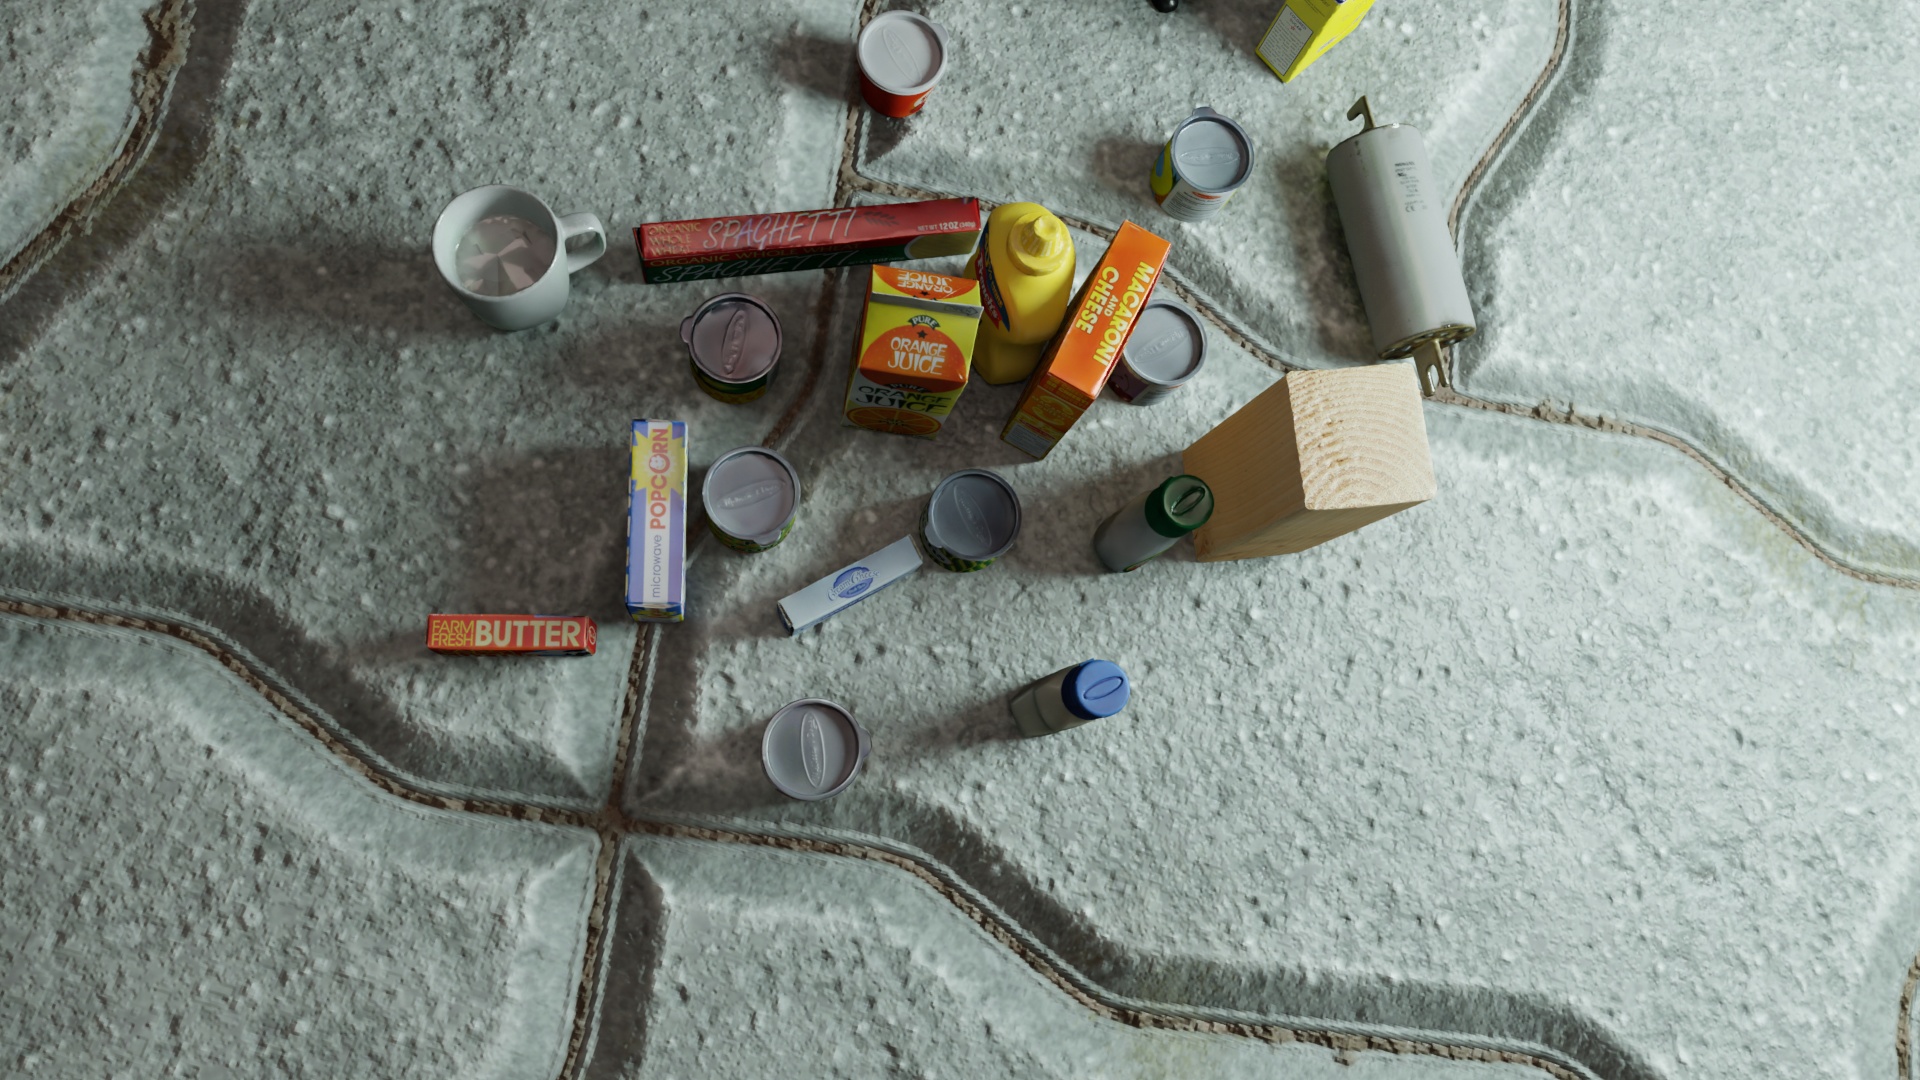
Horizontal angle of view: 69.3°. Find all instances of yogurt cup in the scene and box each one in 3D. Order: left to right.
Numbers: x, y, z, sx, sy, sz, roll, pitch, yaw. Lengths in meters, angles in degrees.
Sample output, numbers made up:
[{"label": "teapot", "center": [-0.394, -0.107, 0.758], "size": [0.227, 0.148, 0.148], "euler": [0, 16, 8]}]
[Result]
[{"label": "yogurt cup", "center": [-0.047, -0.358, 1.053], "size": [0.072, 0.054, 0.072], "euler": [2, 79, -9]}]

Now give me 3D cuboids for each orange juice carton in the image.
[{"label": "orange juice carton", "center": [-0.035, -0.130, 0.939], "size": [0.072, 0.192, 0.073], "euler": [8, 79, -8]}]

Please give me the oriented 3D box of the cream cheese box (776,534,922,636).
[{"label": "cream cheese box", "center": [-0.078, 0.032, 0.972], "size": [0.104, 0.053, 0.024], "euler": [-27, 85, -13]}]

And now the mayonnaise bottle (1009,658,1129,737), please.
[{"label": "mayonnaise bottle", "center": [0.077, 0.105, 0.935], "size": [0.065, 0.147, 0.041], "euler": [-23, 84, -13]}]

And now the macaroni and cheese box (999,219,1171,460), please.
[{"label": "macaroni and cheese box", "center": [0.085, -0.135, 0.974], "size": [0.040, 0.166, 0.124], "euler": [28, 76, -3]}]

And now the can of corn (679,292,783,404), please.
[{"label": "can of corn", "center": [-0.163, -0.136, 0.988], "size": [0.071, 0.058, 0.071], "euler": [2, 79, -9]}]

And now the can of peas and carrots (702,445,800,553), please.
[{"label": "can of peas and carrots", "center": [-0.145, -0.025, 0.969], "size": [0.071, 0.058, 0.071], "euler": [2, 79, -9]}]

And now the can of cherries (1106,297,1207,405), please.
[{"label": "can of cherries", "center": [0.143, -0.142, 1.040], "size": [0.071, 0.058, 0.071], "euler": [2, 79, -9]}]

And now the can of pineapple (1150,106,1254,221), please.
[{"label": "can of pineapple", "center": [0.186, -0.290, 1.076], "size": [0.071, 0.057, 0.071], "euler": [2, 79, -9]}]

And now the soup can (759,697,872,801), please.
[{"label": "soup can", "center": [-0.099, 0.141, 0.932], "size": [0.071, 0.083, 0.071], "euler": [2, 79, -9]}]

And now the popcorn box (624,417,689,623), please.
[{"label": "popcorn box", "center": [-0.205, -0.011, 0.943], "size": [0.038, 0.085, 0.127], "euler": [1, 79, -9]}]

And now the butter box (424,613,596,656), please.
[{"label": "butter box", "center": [-0.299, 0.064, 0.929], "size": [0.103, 0.053, 0.024], "euler": [1, 80, -9]}]

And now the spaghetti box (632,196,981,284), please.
[{"label": "spaghetti box", "center": [-0.110, -0.220, 1.018], "size": [0.250, 0.050, 0.029], "euler": [-8, 81, -11]}]

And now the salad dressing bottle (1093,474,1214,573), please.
[{"label": "salad dressing bottle", "center": [0.135, -0.012, 0.968], "size": [0.064, 0.147, 0.044], "euler": [-36, 87, -14]}]

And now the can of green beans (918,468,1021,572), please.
[{"label": "can of green beans", "center": [0.006, -0.013, 0.992], "size": [0.071, 0.057, 0.071], "euler": [2, 79, -9]}]
